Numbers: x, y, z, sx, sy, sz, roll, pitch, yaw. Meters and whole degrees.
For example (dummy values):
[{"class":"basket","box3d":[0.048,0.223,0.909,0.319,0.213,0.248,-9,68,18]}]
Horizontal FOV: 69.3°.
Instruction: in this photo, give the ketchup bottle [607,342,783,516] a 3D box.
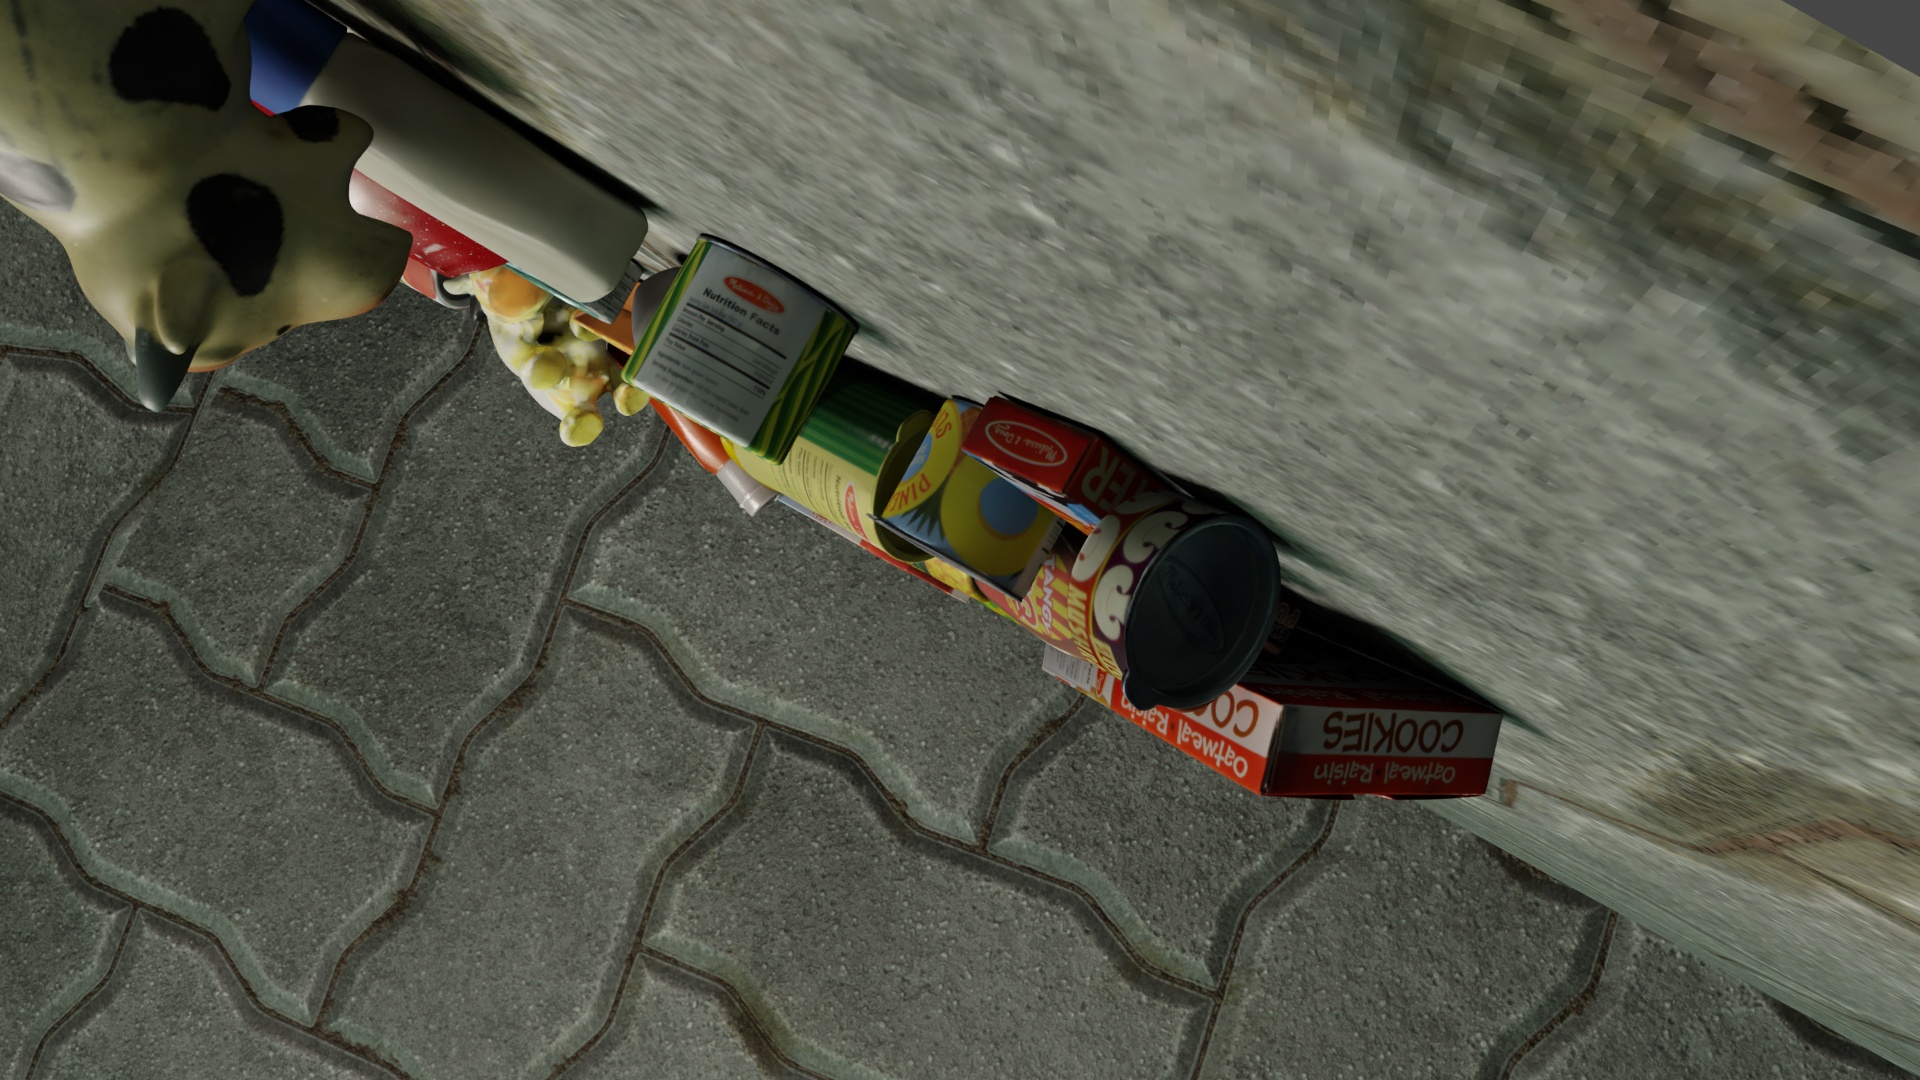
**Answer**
[{"class":"ketchup bottle","box3d":[-0.173,-0.083,0.929,0.149,0.043,0.064,51,176,0]}]

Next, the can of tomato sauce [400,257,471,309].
[{"class":"can of tomato sauce","box3d":[-0.328,-0.186,0.846,0.083,0.071,0.071,28,178,16]}]

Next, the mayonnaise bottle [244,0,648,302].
[{"class":"mayonnaise bottle","box3d":[-0.181,-0.135,0.470,0.148,0.041,0.065,31,176,-28]}]

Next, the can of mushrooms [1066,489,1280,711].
[{"class":"can of mushrooms","box3d":[0.068,0.020,0.453,0.071,0.071,0.033,31,179,-39]}]

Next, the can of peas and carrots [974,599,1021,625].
[{"class":"can of peas and carrots","box3d":[0.050,0.022,0.843,0.059,0.071,0.071,27,177,30]}]

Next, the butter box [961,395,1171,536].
[{"class":"butter box","box3d":[0.052,-0.014,0.490,0.053,0.024,0.103,28,178,45]}]

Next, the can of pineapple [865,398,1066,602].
[{"class":"can of pineapple","box3d":[0.008,-0.017,0.547,0.071,0.058,0.071,29,178,2]}]

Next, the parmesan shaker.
[{"class":"parmesan shaker","box3d":[-0.046,-0.042,0.611,0.103,0.071,0.071,28,178,40]}]

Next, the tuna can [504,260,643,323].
[{"class":"tuna can","box3d":[-0.200,-0.141,0.704,0.071,0.033,0.071,28,178,1]}]

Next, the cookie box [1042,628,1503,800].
[{"class":"cookie box","box3d":[0.132,0.067,0.618,0.123,0.040,0.167,5,-170,-29]}]

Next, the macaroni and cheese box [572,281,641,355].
[{"class":"macaroni and cheese box","box3d":[-0.128,-0.092,0.822,0.124,0.040,0.166,29,178,36]}]

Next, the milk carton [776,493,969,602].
[{"class":"milk carton","box3d":[-0.061,-0.032,0.976,0.191,0.072,0.073,30,179,10]}]

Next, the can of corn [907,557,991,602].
[{"class":"can of corn","box3d":[0.002,-0.008,0.675,0.058,0.071,0.071,27,177,32]}]

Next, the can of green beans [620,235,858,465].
[{"class":"can of green beans","box3d":[-0.079,-0.067,0.499,0.071,0.058,0.071,29,178,1]}]

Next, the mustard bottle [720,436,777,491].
[{"class":"mustard bottle","box3d":[-0.070,-0.052,0.755,0.049,0.065,0.160,34,-174,19]}]

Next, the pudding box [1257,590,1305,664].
[{"class":"pudding box","box3d":[0.100,0.020,0.596,0.049,0.030,0.084,31,177,-31]}]

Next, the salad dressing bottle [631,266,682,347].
[{"class":"salad dressing bottle","box3d":[-0.121,-0.090,0.622,0.064,0.044,0.148,64,174,-14]}]

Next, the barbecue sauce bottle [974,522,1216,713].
[{"class":"barbecue sauce bottle","box3d":[0.055,0.021,0.573,0.044,0.064,0.149,-10,-154,-26]}]
